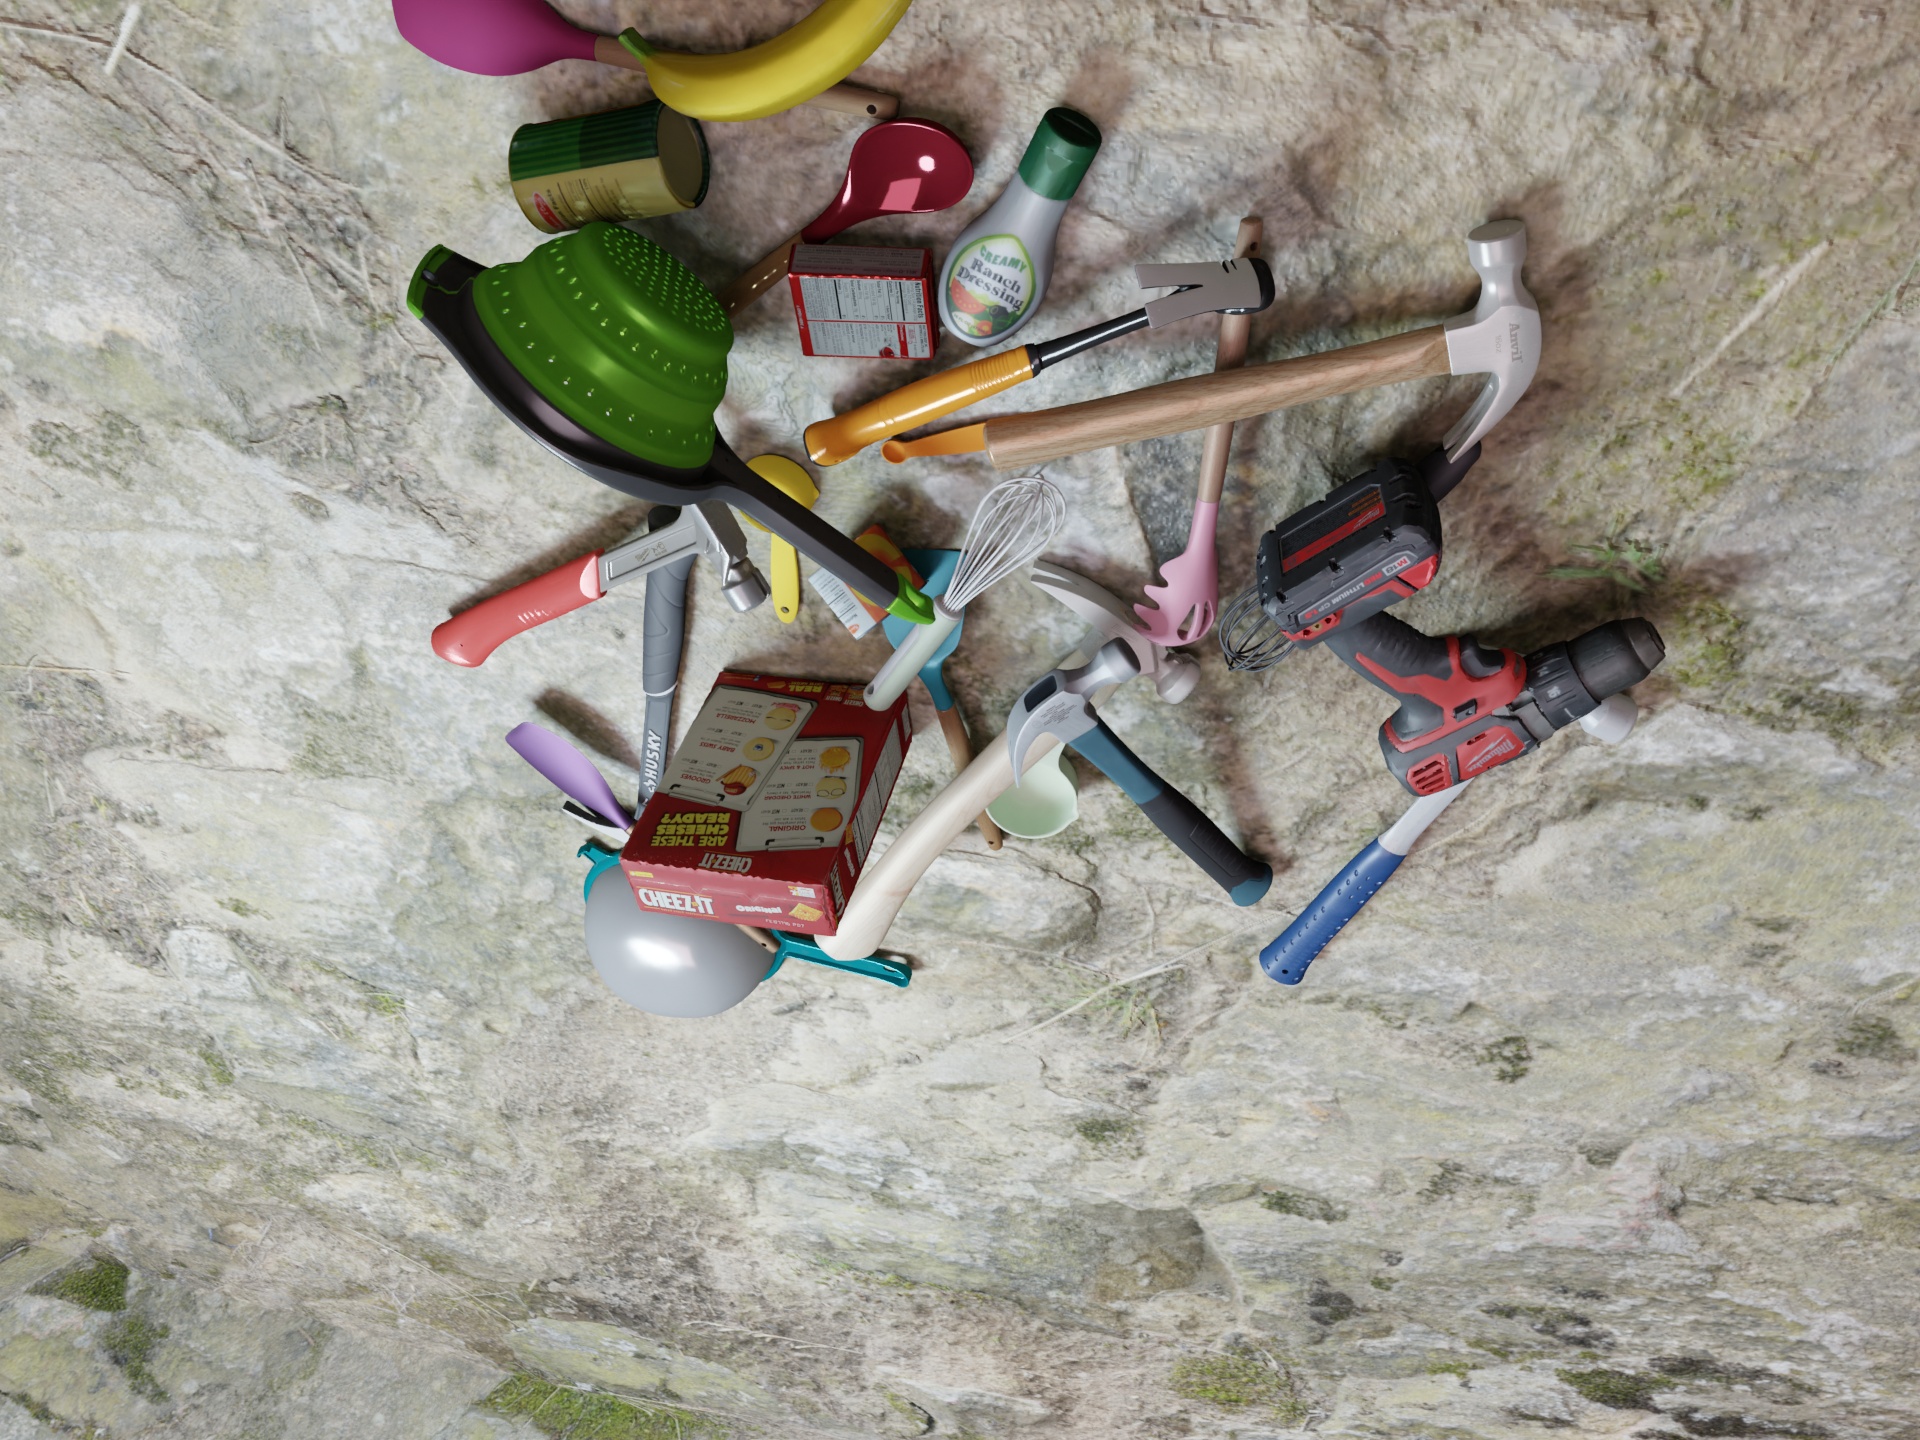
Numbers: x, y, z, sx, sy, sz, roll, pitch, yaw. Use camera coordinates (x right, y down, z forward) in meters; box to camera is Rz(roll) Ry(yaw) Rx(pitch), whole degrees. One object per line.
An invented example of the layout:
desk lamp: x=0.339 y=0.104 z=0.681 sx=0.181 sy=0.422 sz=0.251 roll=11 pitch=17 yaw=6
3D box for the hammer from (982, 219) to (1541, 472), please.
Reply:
hammer: x=0.175 y=-0.196 z=0.957 sx=0.331 sy=0.031 sz=0.130 roll=-10 pitch=124 yaw=18

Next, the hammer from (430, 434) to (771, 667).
hammer: x=-0.305 y=-0.112 z=1.227 sx=0.359 sy=0.037 sz=0.149 roll=-15 pitch=115 yaw=40

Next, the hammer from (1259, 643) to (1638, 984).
hammer: x=0.333 y=0.087 z=1.222 sx=0.144 sy=0.035 sz=0.405 roll=23 pitch=137 yaw=-4

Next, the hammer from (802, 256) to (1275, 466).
hammer: x=0.020 y=-0.213 z=0.978 sx=0.337 sy=0.127 sz=0.034 roll=-12 pitch=97 yaw=41

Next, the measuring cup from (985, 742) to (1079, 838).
measuring cup: x=0.071 y=0.018 z=1.256 sx=0.083 sy=0.038 sz=0.167 roll=19 pitch=122 yaw=-2

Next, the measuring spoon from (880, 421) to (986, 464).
measuring spoon: x=0.000 y=-0.193 z=1.082 sx=0.117 sy=0.011 sz=0.021 roll=-6 pitch=131 yaw=21

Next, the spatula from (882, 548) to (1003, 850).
spatula: x=-0.002 y=-0.004 z=1.264 sx=0.082 sy=0.044 sz=0.317 roll=1 pitch=139 yaw=19

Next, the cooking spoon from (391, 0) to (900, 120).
cooking spoon: x=-0.190 y=-0.393 z=0.940 sx=0.319 sy=0.017 sz=0.068 roll=14 pitch=136 yaw=6

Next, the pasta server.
pasta server: x=0.159 y=-0.171 z=1.022 sx=0.060 sy=0.040 sz=0.316 roll=-16 pitch=133 yaw=-21

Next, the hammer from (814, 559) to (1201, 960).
hammer: x=0.000 y=0.052 z=1.242 sx=0.146 sy=0.038 sz=0.410 roll=35 pitch=121 yaw=-13

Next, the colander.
colander: x=-0.146 y=-0.195 z=1.009 sx=0.396 sy=0.205 sz=0.094 roll=34 pitch=115 yaw=-26

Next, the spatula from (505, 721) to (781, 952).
spatula: x=-0.276 y=0.109 z=1.426 sx=0.060 sy=0.018 sz=0.315 roll=-29 pitch=116 yaw=39

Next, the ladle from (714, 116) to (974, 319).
ladle: x=-0.112 y=-0.291 z=1.009 sx=0.315 sy=0.031 sz=0.069 roll=-24 pitch=135 yaw=39

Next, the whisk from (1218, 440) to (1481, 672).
whisk: x=0.253 y=-0.108 z=1.052 sx=0.055 sy=0.055 sz=0.239 roll=33 pitch=131 yaw=-14

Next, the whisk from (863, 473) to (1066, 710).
whisk: x=-0.005 y=-0.086 z=1.136 sx=0.059 sy=0.058 sz=0.246 roll=22 pitch=131 yaw=-23

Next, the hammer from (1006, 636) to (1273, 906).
hammer: x=0.150 y=0.059 z=1.203 sx=0.128 sy=0.033 sz=0.330 roll=-31 pitch=135 yaw=20

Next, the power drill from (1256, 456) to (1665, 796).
power drill: x=0.315 y=-0.059 z=1.006 sx=0.188 sy=0.080 sz=0.226 roll=-31 pitch=122 yaw=29

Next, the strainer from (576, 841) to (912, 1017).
strainer: x=-0.221 y=0.238 z=1.533 sx=0.340 sy=0.095 sz=0.210 roll=11 pitch=136 yaw=11

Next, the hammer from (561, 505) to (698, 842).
hammer: x=-0.257 y=-0.018 z=1.333 sx=0.149 sy=0.036 sz=0.408 roll=19 pitch=137 yaw=3

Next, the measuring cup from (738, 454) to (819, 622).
measuring cup: x=-0.136 y=-0.125 z=1.182 sx=0.062 sy=0.029 sz=0.156 roll=11 pitch=135 yaw=9
